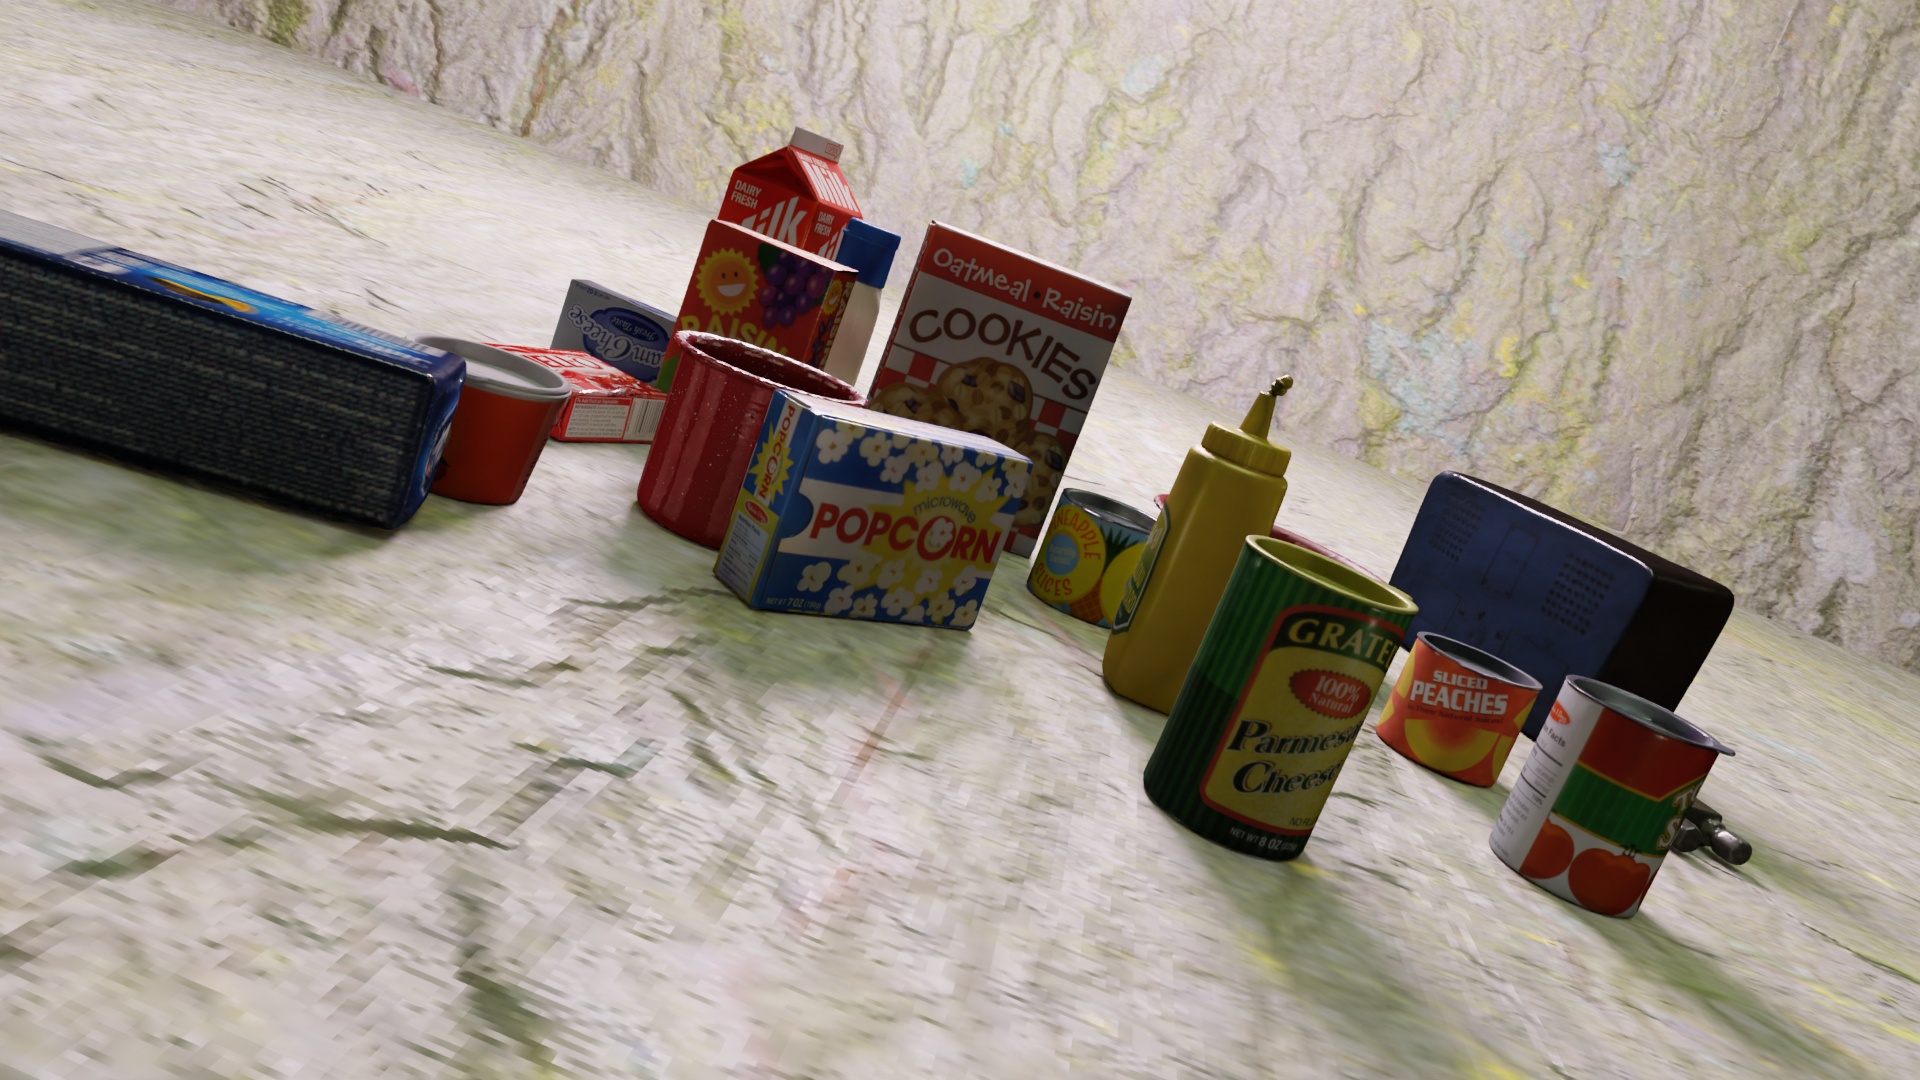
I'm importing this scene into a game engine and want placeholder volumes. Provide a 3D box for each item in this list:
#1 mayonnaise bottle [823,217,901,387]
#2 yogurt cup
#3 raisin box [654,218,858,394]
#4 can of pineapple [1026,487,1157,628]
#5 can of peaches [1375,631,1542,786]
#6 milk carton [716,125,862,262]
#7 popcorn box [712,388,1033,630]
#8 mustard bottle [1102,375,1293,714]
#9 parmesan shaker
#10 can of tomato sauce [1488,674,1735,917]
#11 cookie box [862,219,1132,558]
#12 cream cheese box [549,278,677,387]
[{"bbox_3d":[-0.080,-0.139,0.927,0.041,0.147,0.065,16,13,-21],"label":"mayonnaise bottle"},{"bbox_3d":[-0.201,-0.049,0.571,0.072,0.053,0.072,20,12,-4],"label":"yogurt cup"},{"bbox_3d":[-0.122,-0.115,0.815,0.086,0.123,0.040,24,12,13],"label":"raisin box"},{"bbox_3d":[0.075,0.010,0.757,0.071,0.057,0.071,20,12,-4],"label":"can of pineapple"},{"bbox_3d":[0.257,0.087,0.722,0.071,0.058,0.071,20,12,-4],"label":"can of peaches"},{"bbox_3d":[-0.130,-0.193,0.976,0.073,0.190,0.072,25,13,18],"label":"milk carton"},{"bbox_3d":[-0.035,-0.011,0.602,0.127,0.085,0.038,9,17,-43],"label":"popcorn box"},{"bbox_3d":[0.113,-0.002,0.631,0.049,0.159,0.065,21,12,-2],"label":"mustard bottle"},{"bbox_3d":[0.120,0.059,0.518,0.071,0.103,0.071,20,12,-4],"label":"parmesan shaker"},{"bbox_3d":[0.279,0.111,0.601,0.071,0.083,0.071,20,12,-4],"label":"can of tomato sauce"},{"bbox_3d":[0.012,-0.088,0.817,0.123,0.167,0.040,18,12,-11],"label":"cookie box"},{"bbox_3d":[-0.203,-0.122,0.875,0.104,0.053,0.024,23,12,9],"label":"cream cheese box"}]
